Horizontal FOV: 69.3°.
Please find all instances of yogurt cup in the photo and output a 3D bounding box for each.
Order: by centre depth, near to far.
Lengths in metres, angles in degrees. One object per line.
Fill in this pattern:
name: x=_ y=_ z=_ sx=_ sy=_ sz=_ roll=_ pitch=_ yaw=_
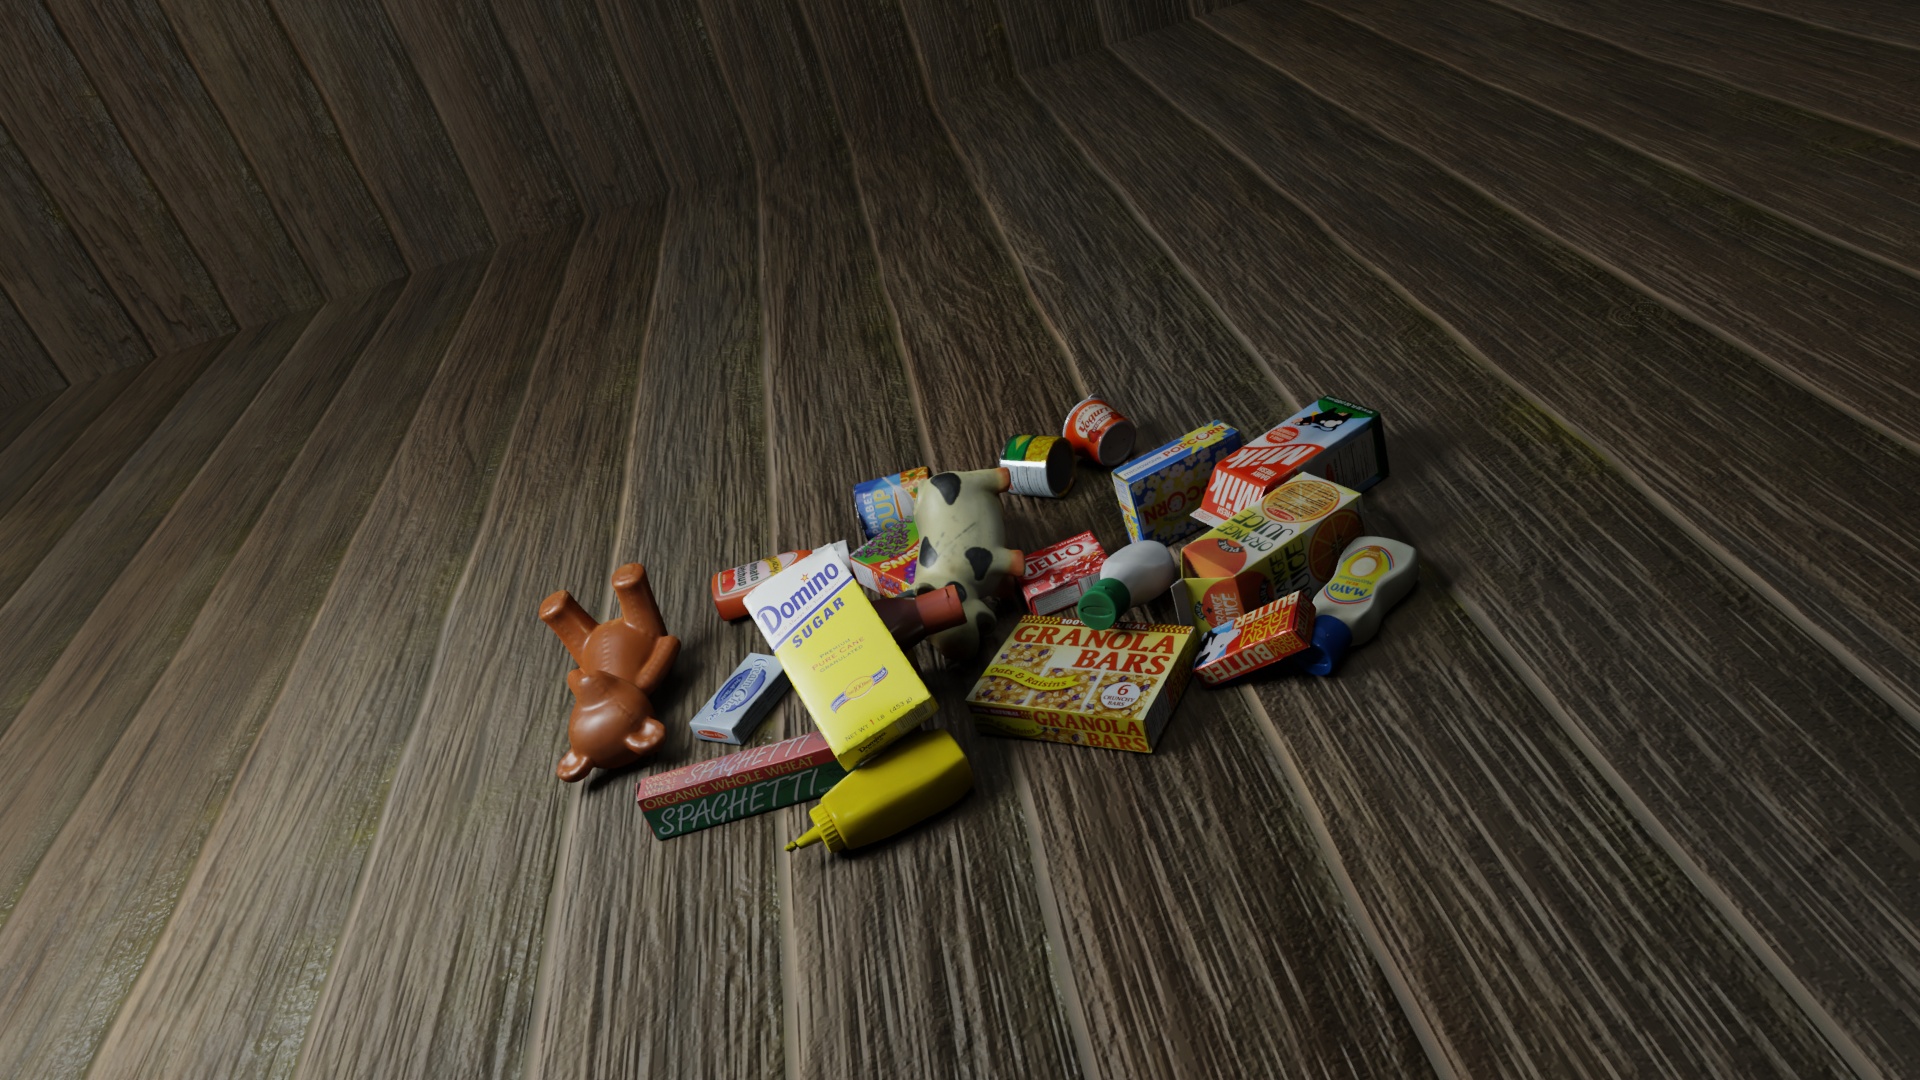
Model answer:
yogurt cup: x=0.154 y=-0.115 z=1.512 sx=0.072 sy=0.072 sz=0.054 roll=-32 pitch=41 yaw=-21

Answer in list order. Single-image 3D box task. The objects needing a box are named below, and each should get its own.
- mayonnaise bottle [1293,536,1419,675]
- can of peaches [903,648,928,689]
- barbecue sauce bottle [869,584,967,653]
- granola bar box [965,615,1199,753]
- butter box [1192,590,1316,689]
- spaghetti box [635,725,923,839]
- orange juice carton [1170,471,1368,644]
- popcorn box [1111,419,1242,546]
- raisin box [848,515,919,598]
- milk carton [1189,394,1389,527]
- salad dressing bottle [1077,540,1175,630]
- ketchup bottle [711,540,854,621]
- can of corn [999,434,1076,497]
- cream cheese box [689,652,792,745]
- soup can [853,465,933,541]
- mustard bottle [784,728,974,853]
mayonnaise bottle: x=0.329 y=0.054 z=1.166 sx=0.065 sy=0.041 sz=0.149 roll=13 pitch=43 yaw=38
can of peaches: x=-0.066 y=0.121 z=1.253 sx=0.071 sy=0.057 sz=0.071 roll=-14 pitch=30 yaw=8
barbecue sauce bottle: x=-0.069 y=0.079 z=1.221 sx=0.148 sy=0.043 sz=0.065 roll=-19 pitch=42 yaw=-1
granola bar box: x=0.106 y=0.119 z=1.183 sx=0.165 sy=0.039 sz=0.125 roll=2 pitch=35 yaw=31
butter box: x=0.242 y=0.082 z=1.145 sx=0.103 sy=0.024 sz=0.053 roll=-29 pitch=20 yaw=36
spaghetti box: x=-0.152 y=0.199 z=1.183 sx=0.250 sy=0.050 sz=0.029 roll=-16 pitch=29 yaw=5
orange juice carton: x=0.264 y=0.022 z=1.223 sx=0.193 sy=0.071 sz=0.073 roll=-31 pitch=32 yaw=-20
popcorn box: x=0.217 y=-0.052 z=1.354 sx=0.127 sy=0.085 sz=0.038 roll=-26 pitch=30 yaw=-12
raisin box: x=-0.044 y=0.025 z=1.415 sx=0.086 sy=0.040 sz=0.123 roll=-34 pitch=33 yaw=-26
milk carton: x=0.313 y=-0.059 z=1.325 sx=0.191 sy=0.073 sz=0.072 roll=-31 pitch=33 yaw=-20
salad dressing bottle: x=0.147 y=0.040 z=1.239 sx=0.064 sy=0.044 sz=0.148 roll=3 pitch=17 yaw=26
ketchup bottle: x=-0.185 y=0.039 z=1.464 sx=0.149 sy=0.043 sz=0.065 roll=-18 pitch=30 yaw=1
can of corn: x=0.085 y=-0.082 z=1.490 sx=0.058 sy=0.071 sz=0.071 roll=6 pitch=38 yaw=34
cream cheese box: x=-0.203 y=0.150 z=1.314 sx=0.053 sy=0.024 sz=0.104 roll=4 pitch=37 yaw=31
soup can: x=-0.067 y=-0.039 z=1.501 sx=0.084 sy=0.071 sz=0.072 roll=-15 pitch=31 yaw=6
mustard bottle: x=-0.070 y=0.211 z=1.120 sx=0.160 sy=0.048 sz=0.065 roll=-27 pitch=33 yaw=-13
